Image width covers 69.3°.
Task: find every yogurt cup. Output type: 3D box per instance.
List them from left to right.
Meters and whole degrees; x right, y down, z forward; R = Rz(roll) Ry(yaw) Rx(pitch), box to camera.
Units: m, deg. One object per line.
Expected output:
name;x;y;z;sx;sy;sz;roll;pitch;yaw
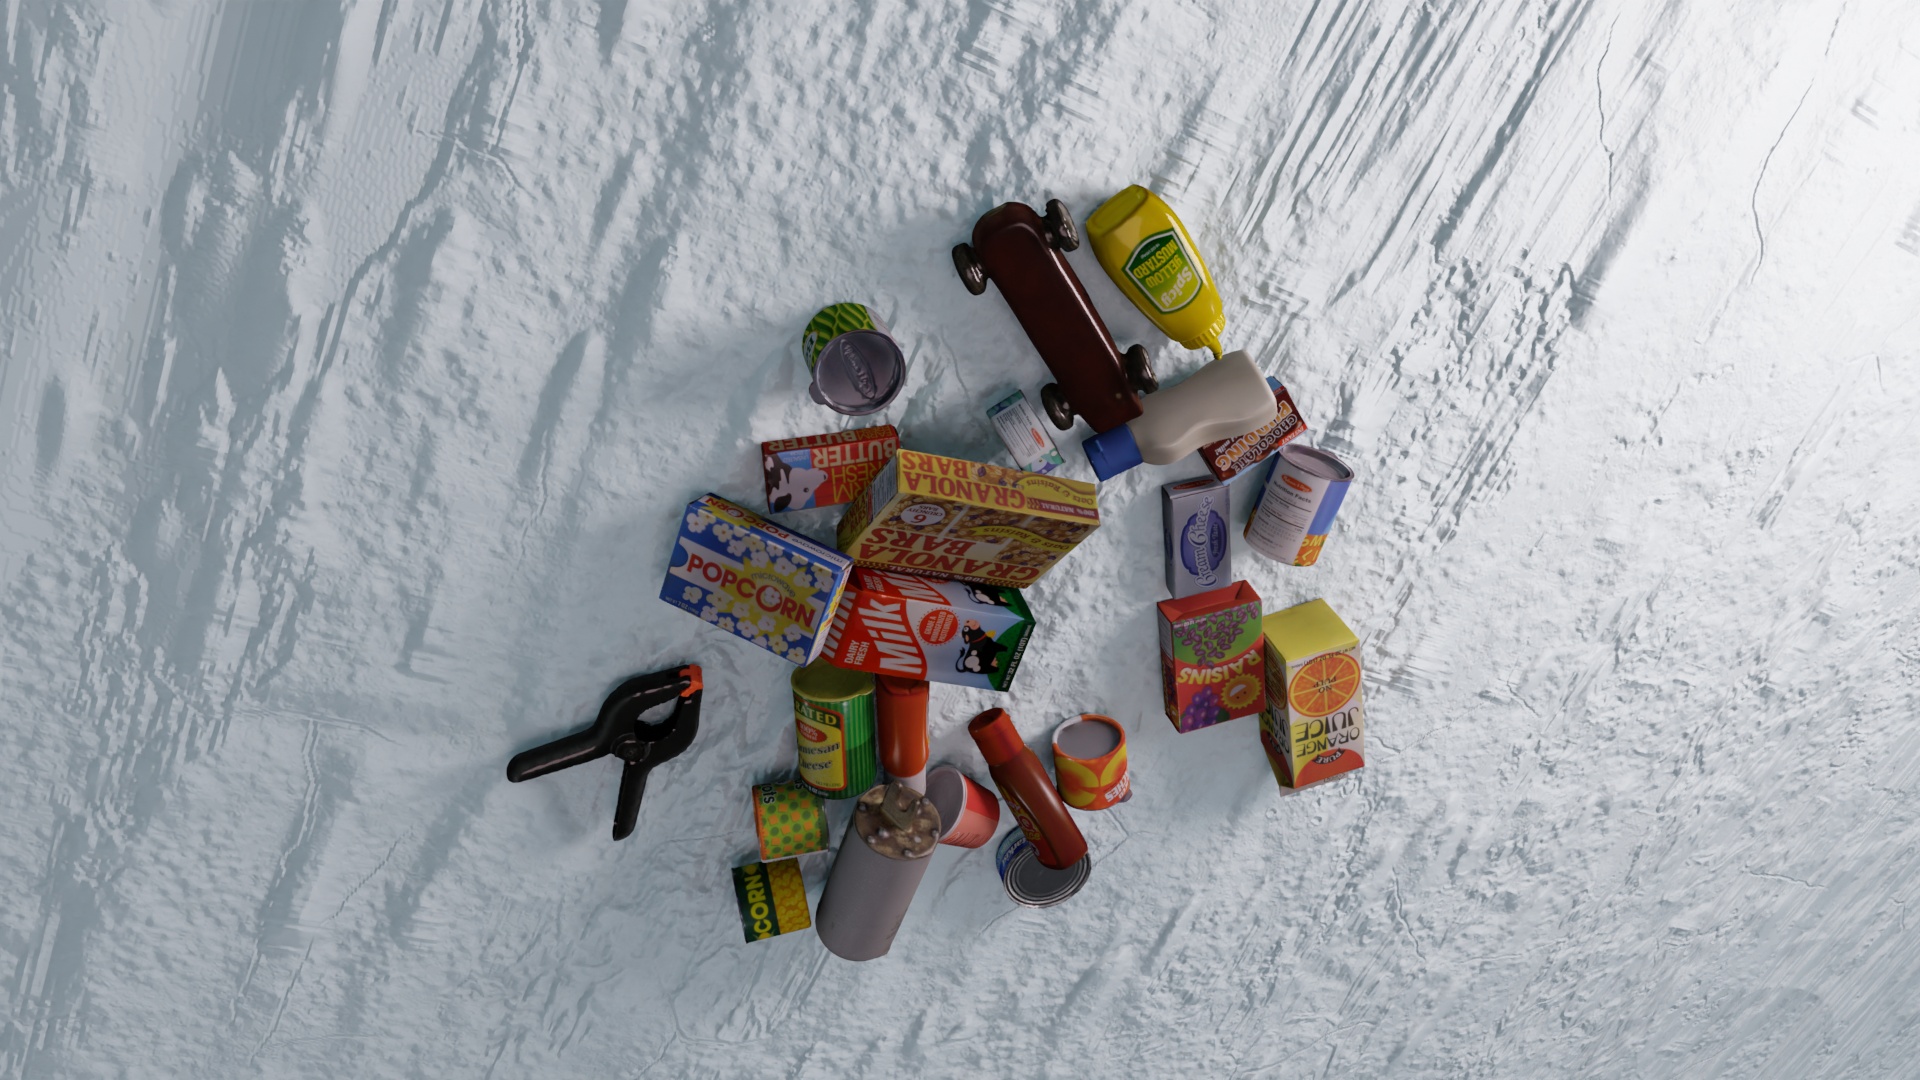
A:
yogurt cup;-0.002;0.239;1.225;0.054;0.072;0.072;29;108;-36

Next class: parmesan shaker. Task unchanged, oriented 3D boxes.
parmesan shaker;-0.101;0.155;1.142;0.071;0.071;0.102;-8;120;-12

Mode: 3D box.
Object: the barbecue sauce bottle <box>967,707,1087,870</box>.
barbecue sauce bottle;0.057;0.216;1.218;0.044;0.065;0.148;-33;104;-18

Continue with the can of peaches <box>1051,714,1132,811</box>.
can of peaches;0.118;0.197;1.232;0.071;0.071;0.057;-14;121;-8

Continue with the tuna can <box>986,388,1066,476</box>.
tuna can;0.050;-0.079;1.060;0.033;0.071;0.071;-32;123;4

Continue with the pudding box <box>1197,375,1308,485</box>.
pudding box;0.233;-0.089;1.127;0.083;0.030;0.049;-34;123;4

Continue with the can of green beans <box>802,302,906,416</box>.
can of green beans;-0.077;-0.131;0.996;0.071;0.058;0.071;-7;121;-12

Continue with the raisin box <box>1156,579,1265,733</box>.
raisin box;0.222;0.103;1.228;0.086;0.040;0.122;-15;120;-9

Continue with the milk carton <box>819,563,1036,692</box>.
milk carton;-0.045;0.060;1.104;0.191;0.074;0.072;10;115;-21

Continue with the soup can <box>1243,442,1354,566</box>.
soup can;0.281;-0.030;1.155;0.071;0.071;0.083;8;117;-20

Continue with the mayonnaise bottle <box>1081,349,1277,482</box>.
mayonnaise bottle;0.169;-0.093;1.089;0.148;0.065;0.041;-25;151;3

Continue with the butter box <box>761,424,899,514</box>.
butter box;-0.097;-0.054;1.053;0.104;0.024;0.052;-9;121;-11

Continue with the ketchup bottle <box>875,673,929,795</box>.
ketchup bottle;-0.048;0.161;1.170;0.043;0.065;0.148;-7;129;-10

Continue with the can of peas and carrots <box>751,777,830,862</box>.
can of peas and carrots;-0.145;0.234;1.179;0.059;0.071;0.070;-8;121;-12

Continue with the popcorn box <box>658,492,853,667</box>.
popcorn box;-0.153;0.029;1.042;0.127;0.038;0.085;24;113;7

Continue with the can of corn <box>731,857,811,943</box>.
can of corn;-0.165;0.313;1.214;0.058;0.071;0.070;-12;121;-11

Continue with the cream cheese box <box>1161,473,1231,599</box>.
cream cheese box;0.199;-0.003;1.169;0.053;0.024;0.103;-13;121;-9

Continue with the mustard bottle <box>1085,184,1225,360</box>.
mustard bottle;0.158;-0.190;1.037;0.065;0.049;0.160;-39;122;10

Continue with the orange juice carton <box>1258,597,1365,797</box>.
orange juice carton;0.318;0.155;1.265;0.072;0.073;0.191;-17;122;-7

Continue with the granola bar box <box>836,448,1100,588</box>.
granola bar box;0.004;-0.013;1.058;0.166;0.039;0.123;9;151;-24
